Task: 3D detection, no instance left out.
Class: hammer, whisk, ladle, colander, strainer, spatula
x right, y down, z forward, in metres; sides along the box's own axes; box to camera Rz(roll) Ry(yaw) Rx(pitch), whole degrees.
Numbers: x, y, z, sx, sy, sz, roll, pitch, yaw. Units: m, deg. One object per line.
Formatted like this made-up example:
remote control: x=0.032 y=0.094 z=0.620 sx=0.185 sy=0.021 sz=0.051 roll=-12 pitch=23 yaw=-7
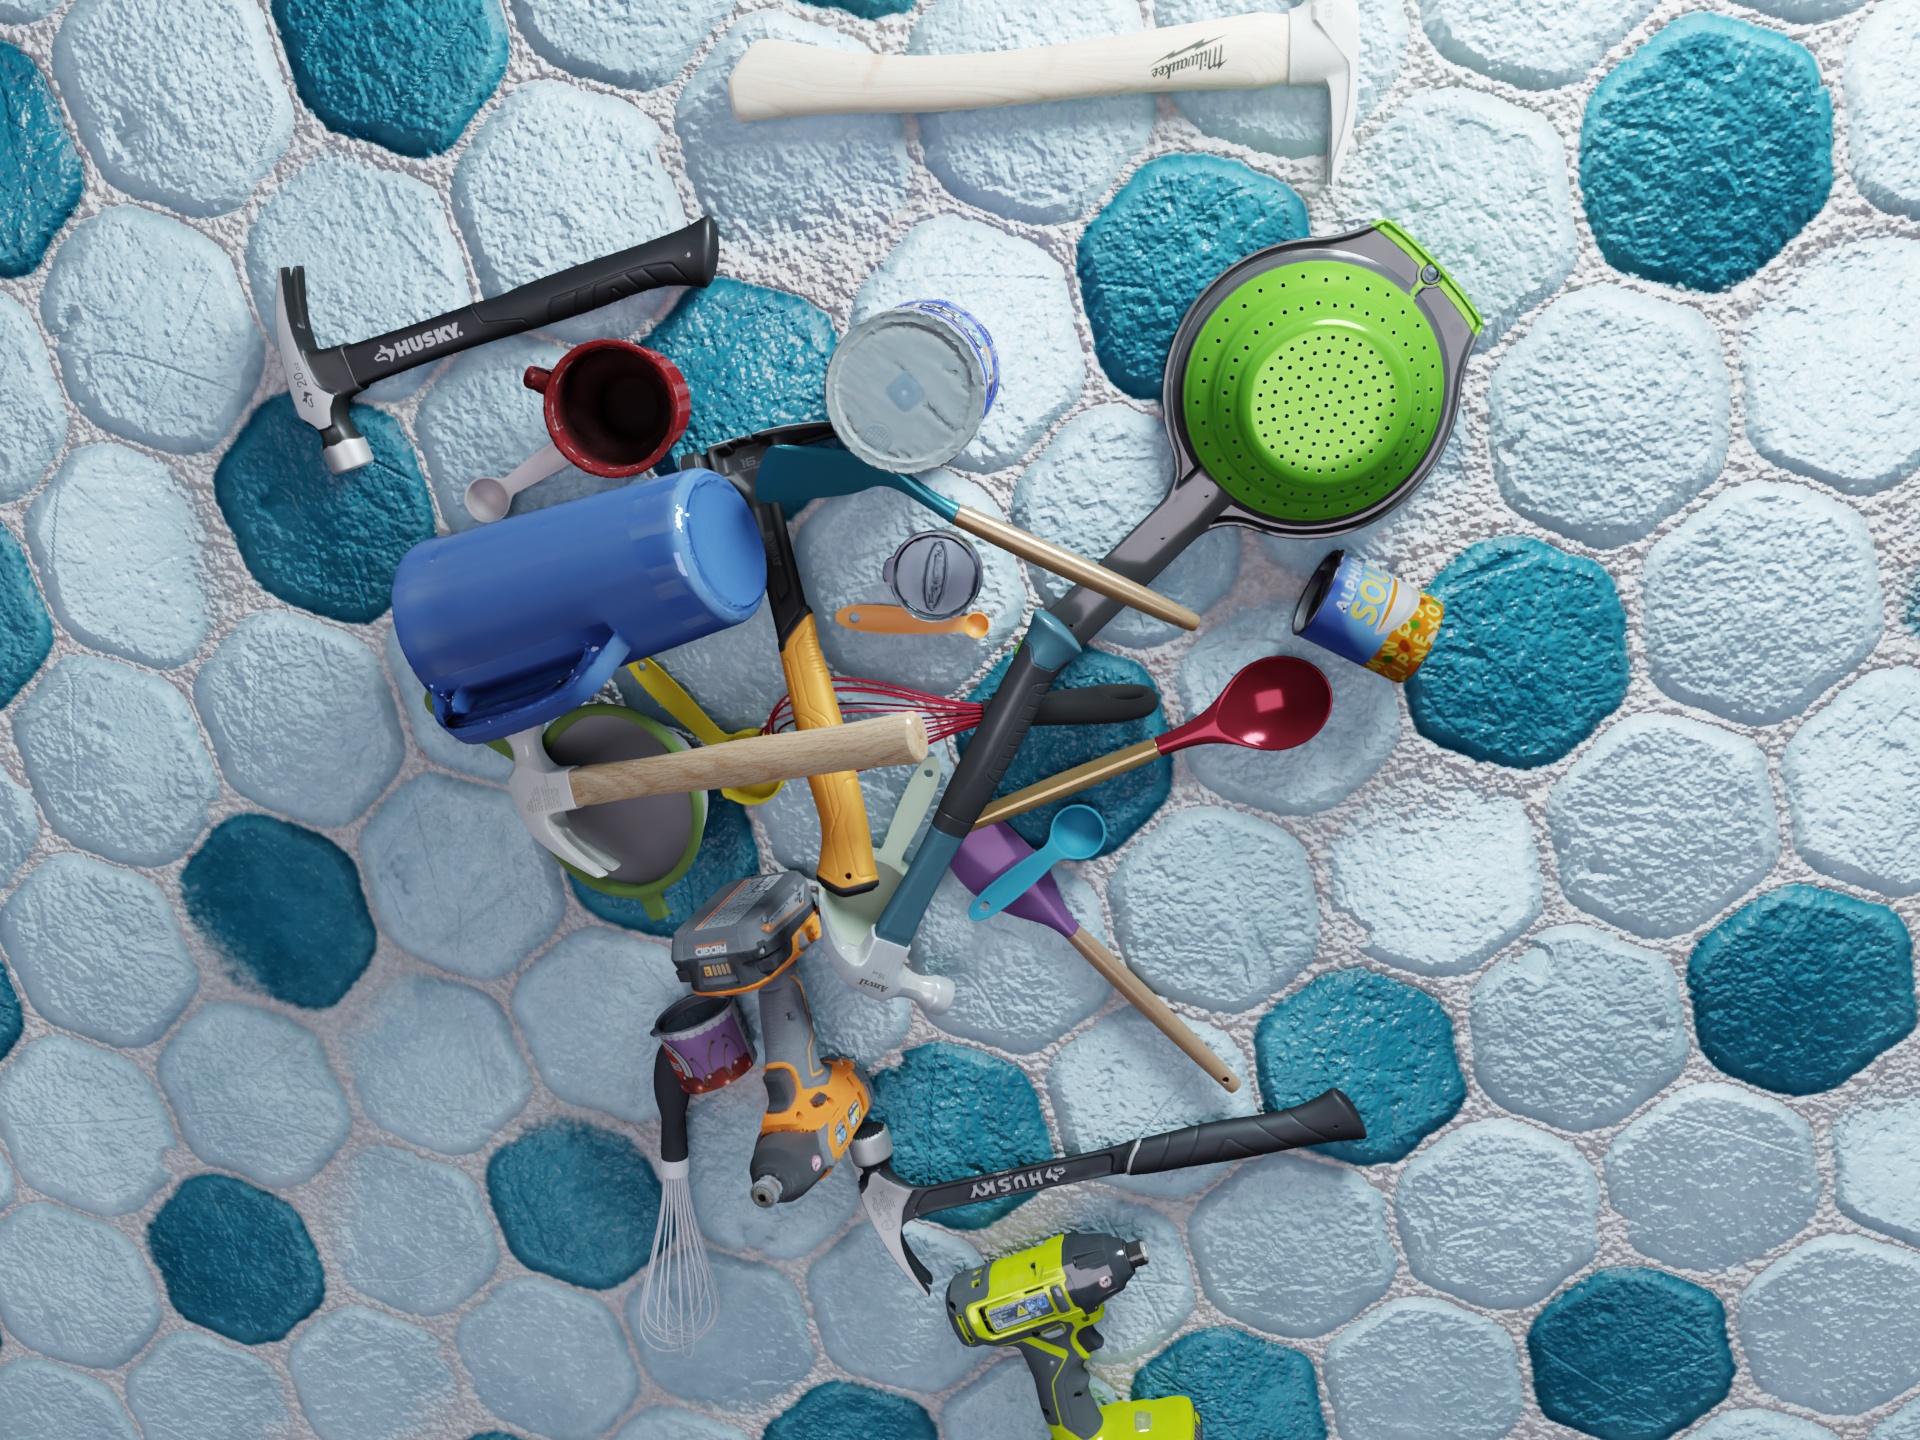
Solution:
hammer: x=-0.326 y=-0.292 z=1.126 sx=0.335 sy=0.035 sz=0.146 roll=-16 pitch=106 yaw=10
whisk: x=-0.236 y=0.400 z=1.324 sx=0.070 sy=0.070 sz=0.284 roll=2 pitch=103 yaw=5
hammer: x=-0.176 y=0.036 z=1.115 sx=0.331 sy=0.031 sz=0.130 roll=-8 pitch=100 yaw=24
ladle: x=0.123 y=0.031 z=1.182 sx=0.315 sy=0.031 sz=0.069 roll=-22 pitch=90 yaw=12
colander: x=0.182 y=-0.161 z=1.084 sx=0.204 sy=0.094 sz=0.397 roll=44 pitch=106 yaw=-8
strainer: x=-0.292 y=0.031 z=1.218 sx=0.256 sy=0.069 sz=0.151 roll=27 pitch=113 yaw=15
spatula: x=0.104 y=0.184 z=1.240 sx=0.316 sy=0.018 sz=0.060 roll=43 pitch=102 yaw=-7
spatula: x=0.016 y=-0.121 z=1.085 sx=0.317 sy=0.082 sz=0.044 roll=23 pitch=67 yaw=-5
whisk: x=-0.002 y=-0.004 z=1.173 sx=0.296 sy=0.073 sz=0.073 roll=-5 pitch=107 yaw=2
hammer: x=0.052 y=-0.416 z=1.048 sx=0.410 sy=0.038 sz=0.146 roll=-2 pitch=109 yaw=7
hammer: x=-0.103 y=-0.043 z=1.127 sx=0.127 sy=0.034 sz=0.337 roll=-14 pitch=86 yaw=9
hammer: x=-0.001 y=0.068 z=1.159 sx=0.128 sy=0.033 sz=0.331 roll=21 pitch=111 yaw=-17
hammer: x=0.121 y=0.361 z=1.282 sx=0.409 sy=0.036 sz=0.149 roll=-13 pitch=100 yaw=8

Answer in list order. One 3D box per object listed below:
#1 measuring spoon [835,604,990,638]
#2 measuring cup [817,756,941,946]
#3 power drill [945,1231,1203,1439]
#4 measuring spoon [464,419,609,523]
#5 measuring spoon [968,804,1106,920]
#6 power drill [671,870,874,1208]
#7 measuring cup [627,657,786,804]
measuring spoon: x=-0.035 y=-0.074 z=1.179 sx=0.117 sy=0.011 sz=0.021 roll=4 pitch=97 yaw=8
measuring cup: x=-0.051 y=0.096 z=1.220 sx=0.083 sy=0.038 sz=0.167 roll=24 pitch=106 yaw=-2
power drill: x=0.109 y=0.536 z=1.323 sx=0.171 sy=0.080 sz=0.223 roll=-23 pitch=101 yaw=12
measuring spoon: x=-0.309 y=-0.186 z=1.171 sx=0.124 sy=0.018 sz=0.034 roll=-31 pitch=100 yaw=7
measuring spoon: x=0.057 y=0.110 z=1.215 sx=0.128 sy=0.021 sz=0.042 roll=-39 pitch=91 yaw=10
power drill: x=-0.142 y=0.247 z=1.209 sx=0.084 sy=0.164 sz=0.226 roll=-11 pitch=104 yaw=20
measuring cup: x=-0.193 y=0.000 z=1.214 sx=0.156 sy=0.029 sz=0.062 roll=43 pitch=111 yaw=4
